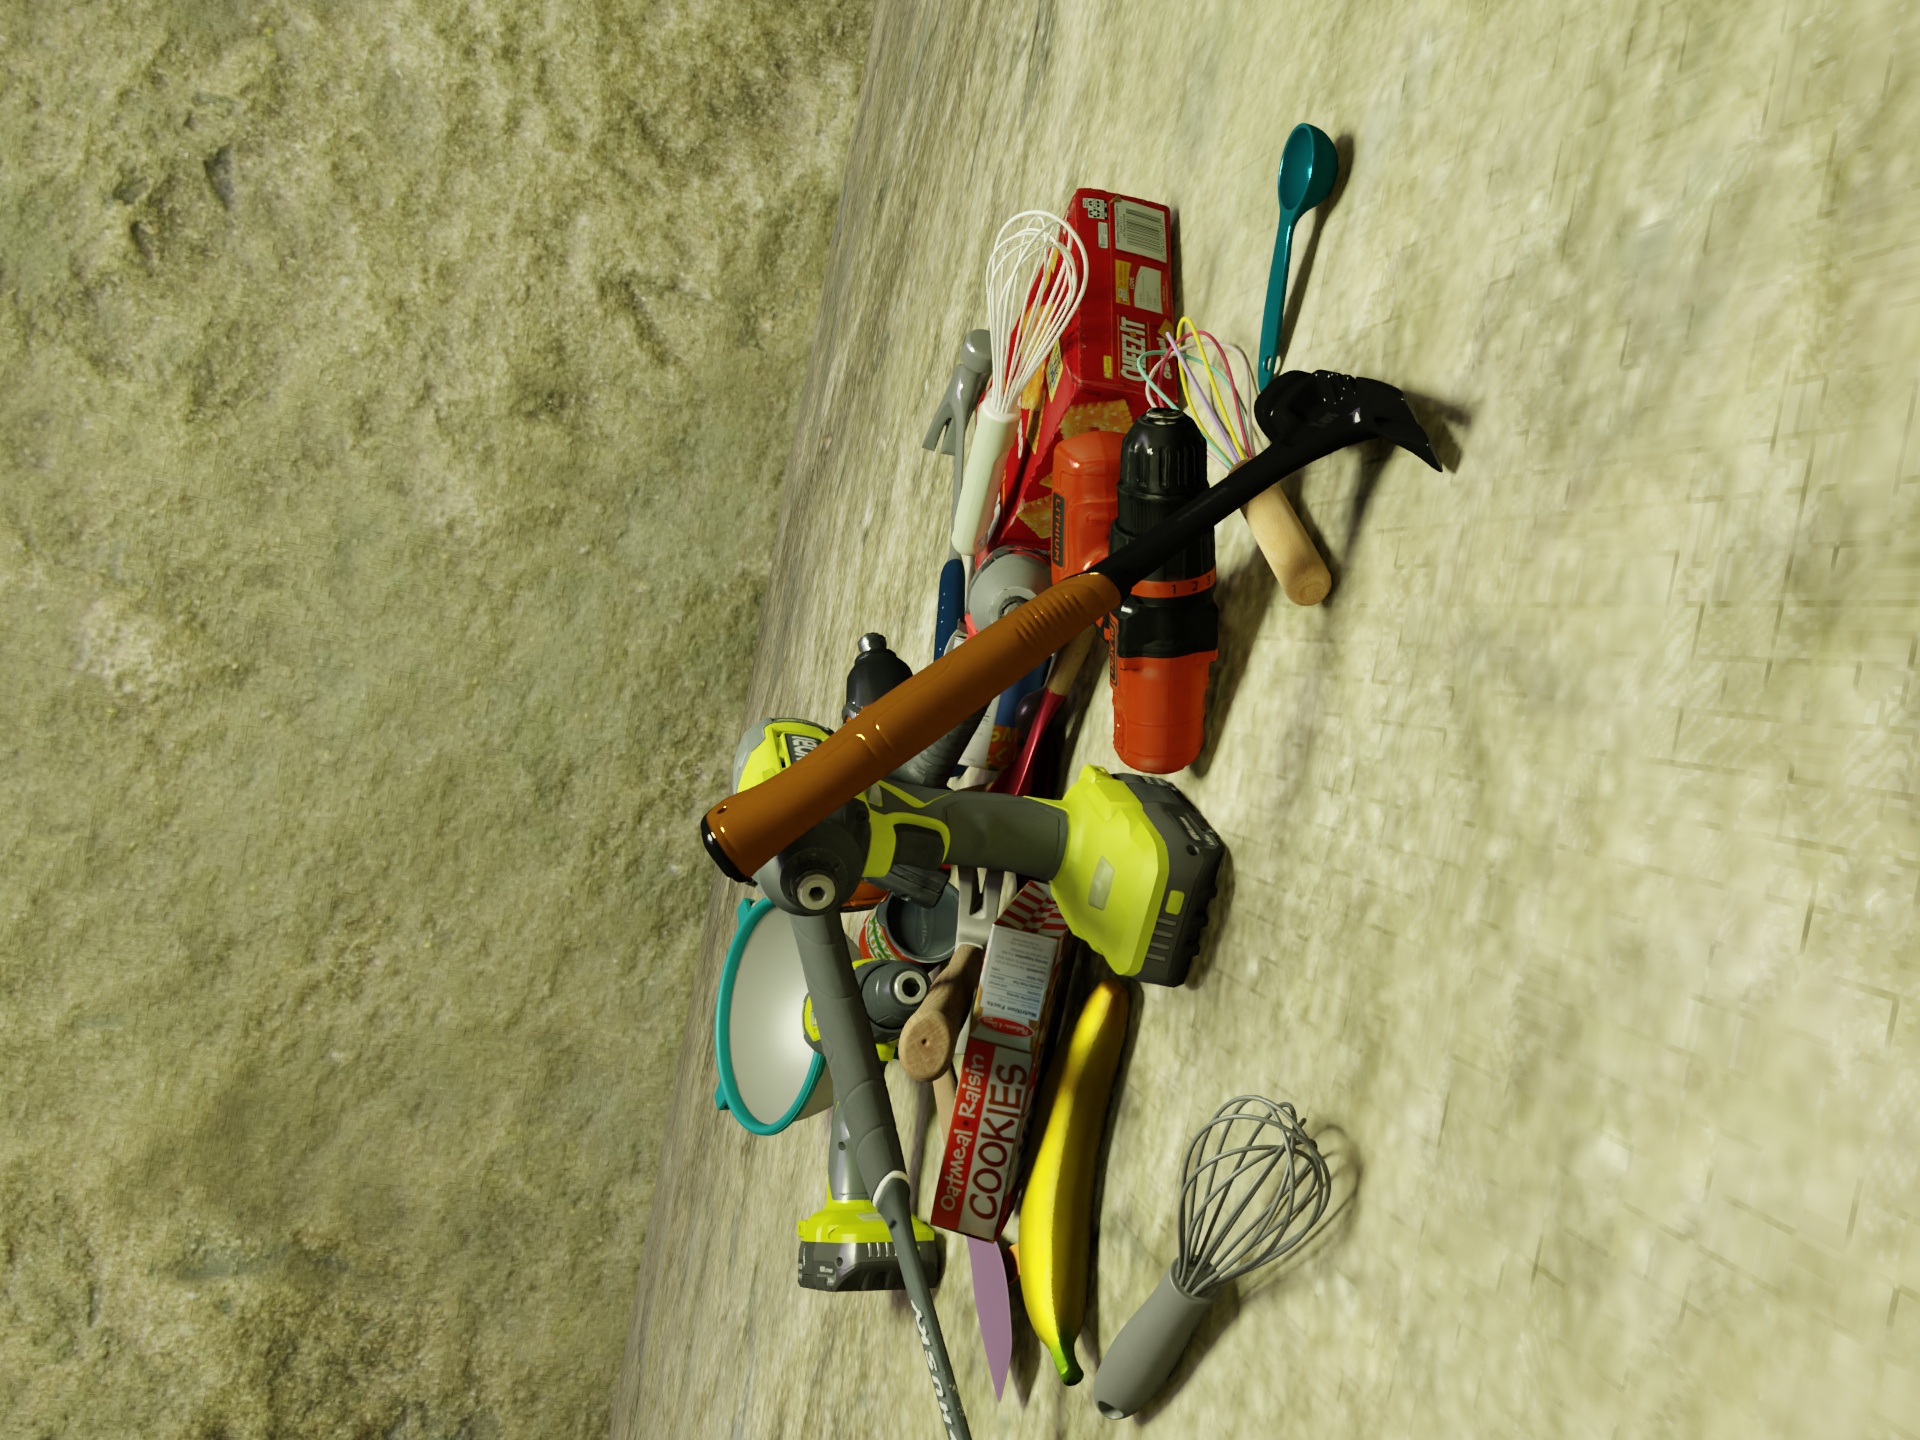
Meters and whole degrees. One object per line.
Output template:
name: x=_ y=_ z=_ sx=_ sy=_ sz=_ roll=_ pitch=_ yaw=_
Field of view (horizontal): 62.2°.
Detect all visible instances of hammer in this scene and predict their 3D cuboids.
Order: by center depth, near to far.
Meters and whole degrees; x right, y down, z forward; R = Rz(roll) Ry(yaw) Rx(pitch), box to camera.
hammer: x=0.037 y=-0.037 z=0.660 sx=0.337 sy=0.034 sz=0.127 roll=-35 pitch=20 yaw=0
hammer: x=-0.031 y=0.262 z=0.822 sx=0.149 sy=0.036 sz=0.409 roll=-36 pitch=68 yaw=64
hammer: x=-0.003 y=0.157 z=0.931 sx=0.331 sy=0.031 sz=0.130 roll=15 pitch=-97 yaw=-86
hammer: x=-0.006 y=-0.137 z=1.361 sx=0.144 sy=0.035 sz=0.406 roll=123 pitch=154 yaw=-57

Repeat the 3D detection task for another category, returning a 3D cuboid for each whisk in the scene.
whisk: x=0.094 y=0.232 z=0.661 sx=0.055 sy=0.055 sz=0.238 roll=-95 pitch=17 yaw=-47
whisk: x=0.134 y=-0.133 z=0.780 sx=0.245 sy=0.051 sz=0.047 roll=-102 pitch=32 yaw=-51
whisk: x=0.027 y=-0.193 z=0.955 sx=0.058 sy=0.059 sz=0.246 roll=-49 pitch=-18 yaw=-41

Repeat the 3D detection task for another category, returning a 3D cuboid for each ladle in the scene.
ladle: x=0.068 y=-0.042 z=0.973 sx=0.069 sy=0.031 sz=0.315 roll=-87 pitch=18 yaw=-64

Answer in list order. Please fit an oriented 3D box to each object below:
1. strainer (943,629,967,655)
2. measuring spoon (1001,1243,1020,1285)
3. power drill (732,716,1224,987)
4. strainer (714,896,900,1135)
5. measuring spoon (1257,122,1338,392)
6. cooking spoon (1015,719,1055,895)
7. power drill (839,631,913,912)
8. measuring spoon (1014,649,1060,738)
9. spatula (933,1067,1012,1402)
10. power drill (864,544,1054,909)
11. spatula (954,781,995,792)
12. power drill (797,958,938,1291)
strainer: x=0.026 y=-0.086 z=1.185 sx=0.086 sy=0.050 sz=0.259 roll=47 pitch=-137 yaw=-49
measuring spoon: x=0.036 y=0.311 z=0.915 sx=0.116 sy=0.011 sz=0.021 roll=117 pitch=158 yaw=-59
power drill: x=0.004 y=0.063 z=0.771 sx=0.171 sy=0.223 sz=0.080 roll=-121 pitch=42 yaw=-70
strainer: x=-0.098 y=0.260 z=1.368 sx=0.340 sy=0.095 sz=0.211 roll=-5 pitch=77 yaw=56
measuring spoon: x=0.166 y=-0.225 z=0.781 sx=0.042 sy=0.021 sz=0.128 roll=-115 pitch=29 yaw=-66
cooking spoon: x=0.040 y=0.144 z=1.001 sx=0.068 sy=0.017 sz=0.319 roll=135 pitch=144 yaw=-65
power drill: x=-0.068 y=0.044 z=1.201 sx=0.226 sy=0.084 sz=0.164 roll=121 pitch=141 yaw=-63
measuring spoon: x=0.059 y=-0.048 z=1.041 sx=0.034 sy=0.018 sz=0.124 roll=-155 pitch=83 yaw=-77
spatula: x=0.005 y=0.299 z=1.011 sx=0.316 sy=0.018 sz=0.059 roll=-111 pitch=29 yaw=-69
power drill: x=-0.002 y=-0.003 z=0.984 sx=0.219 sy=0.078 sz=0.143 roll=-63 pitch=4 yaw=11
spatula: x=-0.020 y=0.069 z=1.248 sx=0.317 sy=0.044 sz=0.082 roll=156 pitch=109 yaw=-72
power drill: x=-0.064 y=0.283 z=1.132 sx=0.190 sy=0.080 sz=0.229 roll=141 pitch=131 yaw=-64
